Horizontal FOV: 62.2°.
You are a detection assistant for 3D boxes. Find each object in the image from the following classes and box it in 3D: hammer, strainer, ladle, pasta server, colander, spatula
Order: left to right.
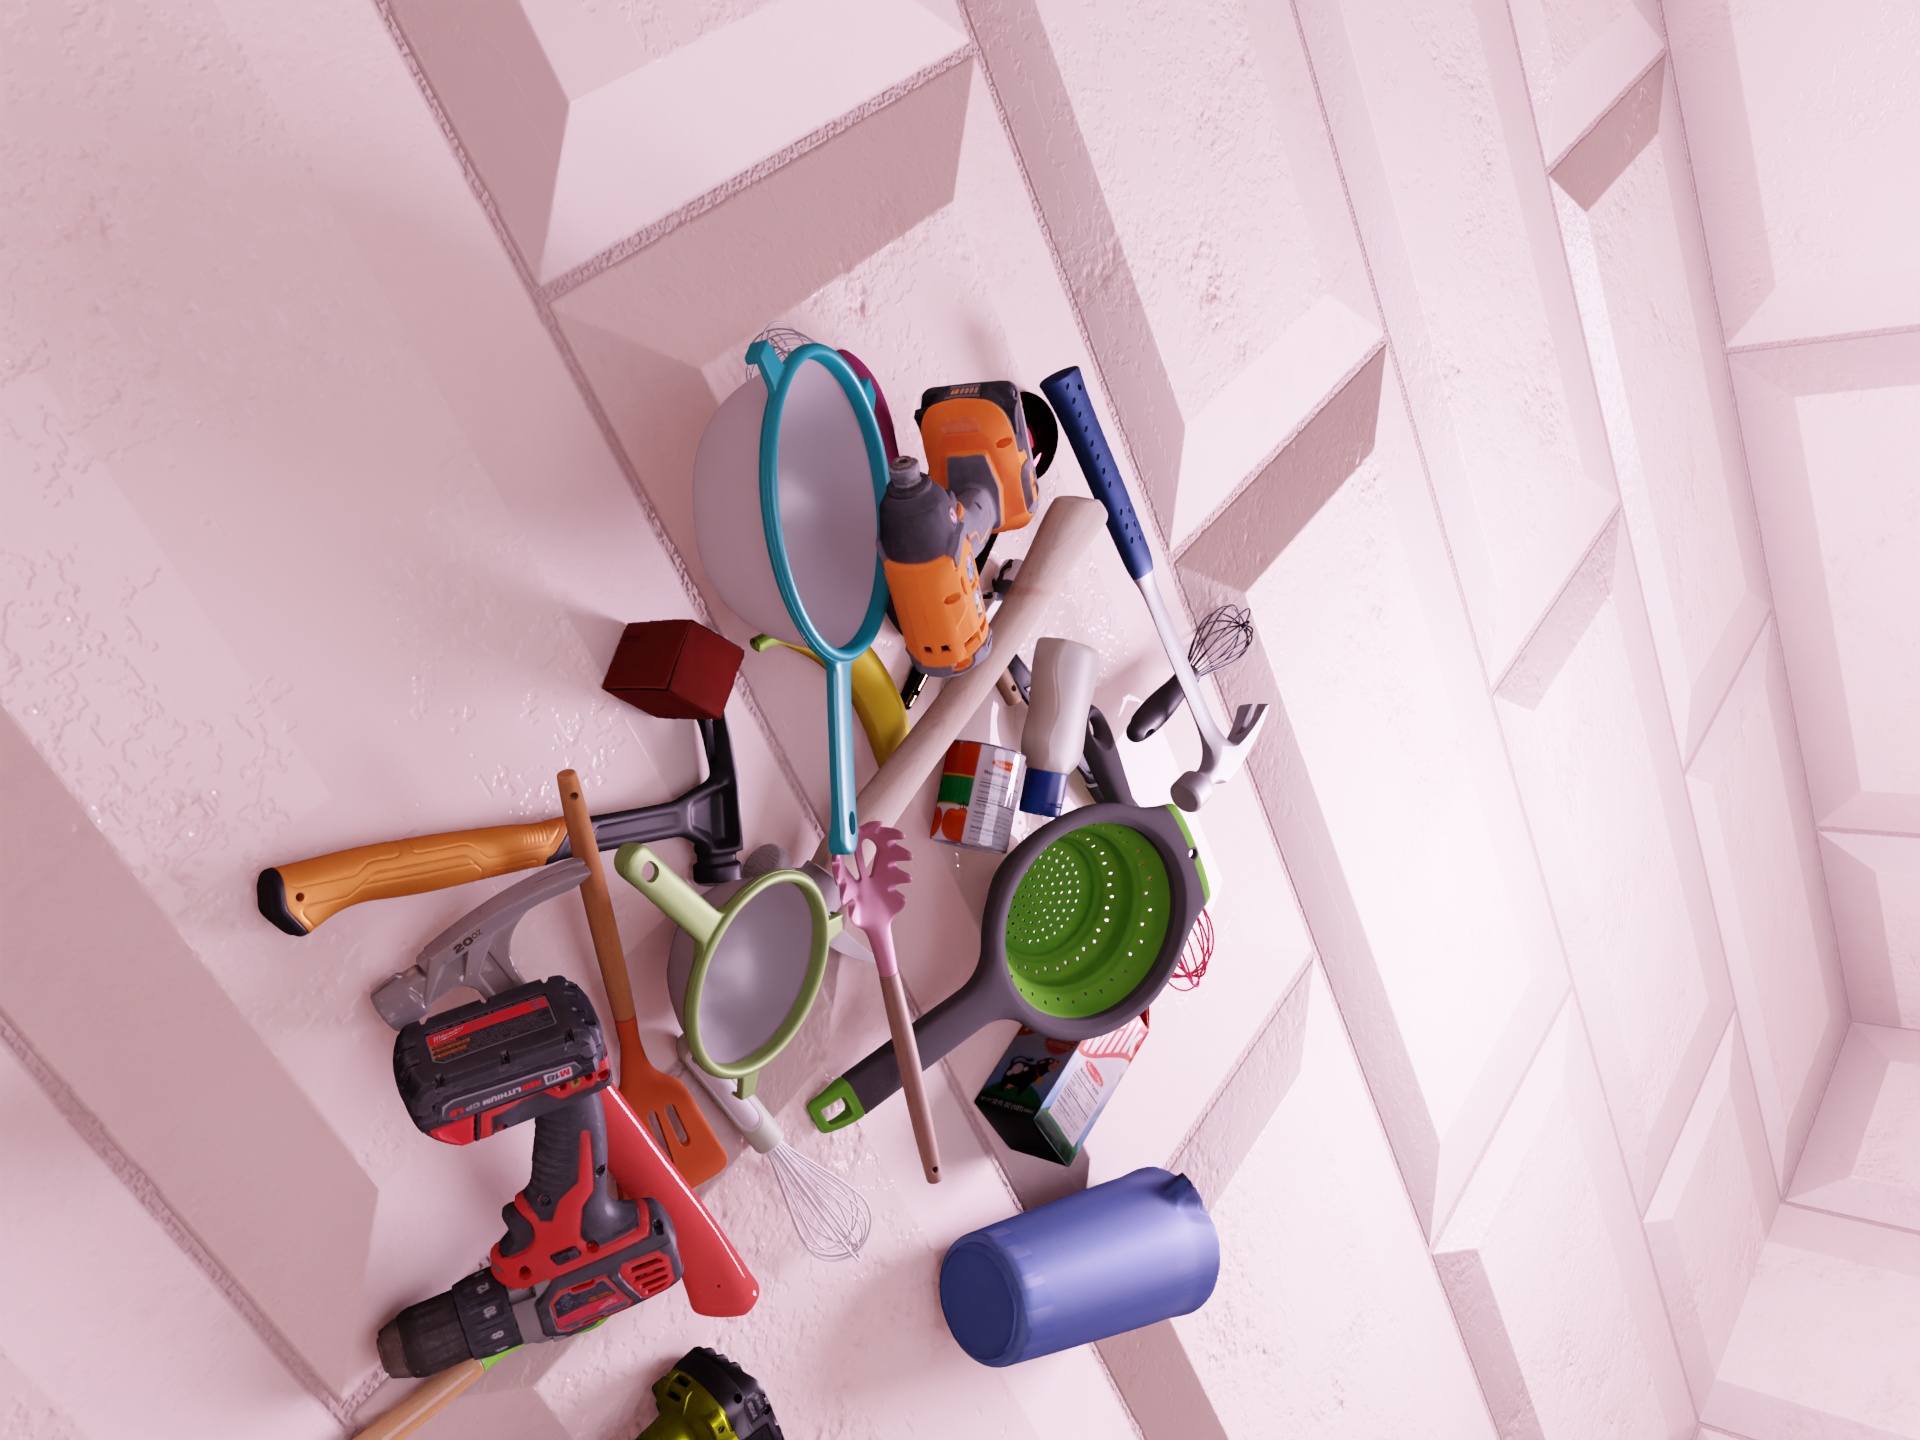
[{"bbox_3d":[-0.281,0.073,1.024,0.336,0.034,0.127,-10,100,-45],"label":"hammer"},{"bbox_3d":[-0.223,0.263,1.050,0.149,0.037,0.358,-35,117,-13],"label":"hammer"},{"bbox_3d":[-0.224,0.180,1.057,0.081,0.041,0.322,-20,118,-25],"label":"spatula"},{"bbox_3d":[-0.179,0.142,1.073,0.151,0.069,0.256,-62,147,-21],"label":"strainer"},{"bbox_3d":[-0.120,-0.078,1.075,0.211,0.095,0.340,-13,101,-72],"label":"strainer"},{"bbox_3d":[-0.047,0.219,1.209,0.060,0.040,0.316,-17,108,-19],"label":"pasta server"},{"bbox_3d":[-0.002,-0.004,1.247,0.411,0.038,0.146,-55,130,-13],"label":"hammer"},{"bbox_3d":[0.016,-0.145,1.332,0.069,0.031,0.315,42,64,-39],"label":"ladle"},{"bbox_3d":[0.026,0.202,1.325,0.397,0.095,0.204,-33,115,-21],"label":"colander"},{"bbox_3d":[0.115,0.046,1.436,0.408,0.036,0.149,51,59,-35],"label":"hammer"},{"bbox_3d":[0.169,-0.124,1.420,0.144,0.035,0.405,-41,114,-38],"label":"hammer"}]

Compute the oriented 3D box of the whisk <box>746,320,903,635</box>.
[{"bbox_3d":[-0.085,-0.171,1.206,0.070,0.070,0.284,-49,129,-33],"label":"whisk"}]

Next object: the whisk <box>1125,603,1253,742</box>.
[{"bbox_3d":[0.220,-0.045,1.516,0.239,0.055,0.055,-43,121,-43],"label":"whisk"}]

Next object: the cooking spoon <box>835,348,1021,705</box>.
[{"bbox_3d":[-0.027,-0.147,1.266,0.069,0.017,0.318,-43,113,-37],"label":"cooking spoon"}]

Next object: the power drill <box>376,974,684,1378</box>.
[{"bbox_3d":[-0.280,0.288,0.969,0.188,0.080,0.226,-18,115,-20],"label":"power drill"}]

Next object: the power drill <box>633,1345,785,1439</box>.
[{"bbox_3d":[-0.222,0.562,1.078,0.228,0.080,0.190,-32,114,-38],"label":"power drill"}]

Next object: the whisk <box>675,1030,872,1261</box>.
[{"bbox_3d":[-0.137,0.317,1.178,0.058,0.059,0.246,-36,116,-8],"label":"whisk"}]

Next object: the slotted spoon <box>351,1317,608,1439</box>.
[{"bbox_3d":[-0.325,0.422,1.000,0.314,0.031,0.070,-31,114,-40],"label":"slotted spoon"}]

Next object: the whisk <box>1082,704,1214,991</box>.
[{"bbox_3d":[0.161,0.116,1.429,0.073,0.073,0.295,-38,113,-39],"label":"whisk"}]

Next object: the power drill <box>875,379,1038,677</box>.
[{"bbox_3d":[-0.005,-0.162,1.168,0.227,0.084,0.164,-73,155,-48],"label":"power drill"}]
